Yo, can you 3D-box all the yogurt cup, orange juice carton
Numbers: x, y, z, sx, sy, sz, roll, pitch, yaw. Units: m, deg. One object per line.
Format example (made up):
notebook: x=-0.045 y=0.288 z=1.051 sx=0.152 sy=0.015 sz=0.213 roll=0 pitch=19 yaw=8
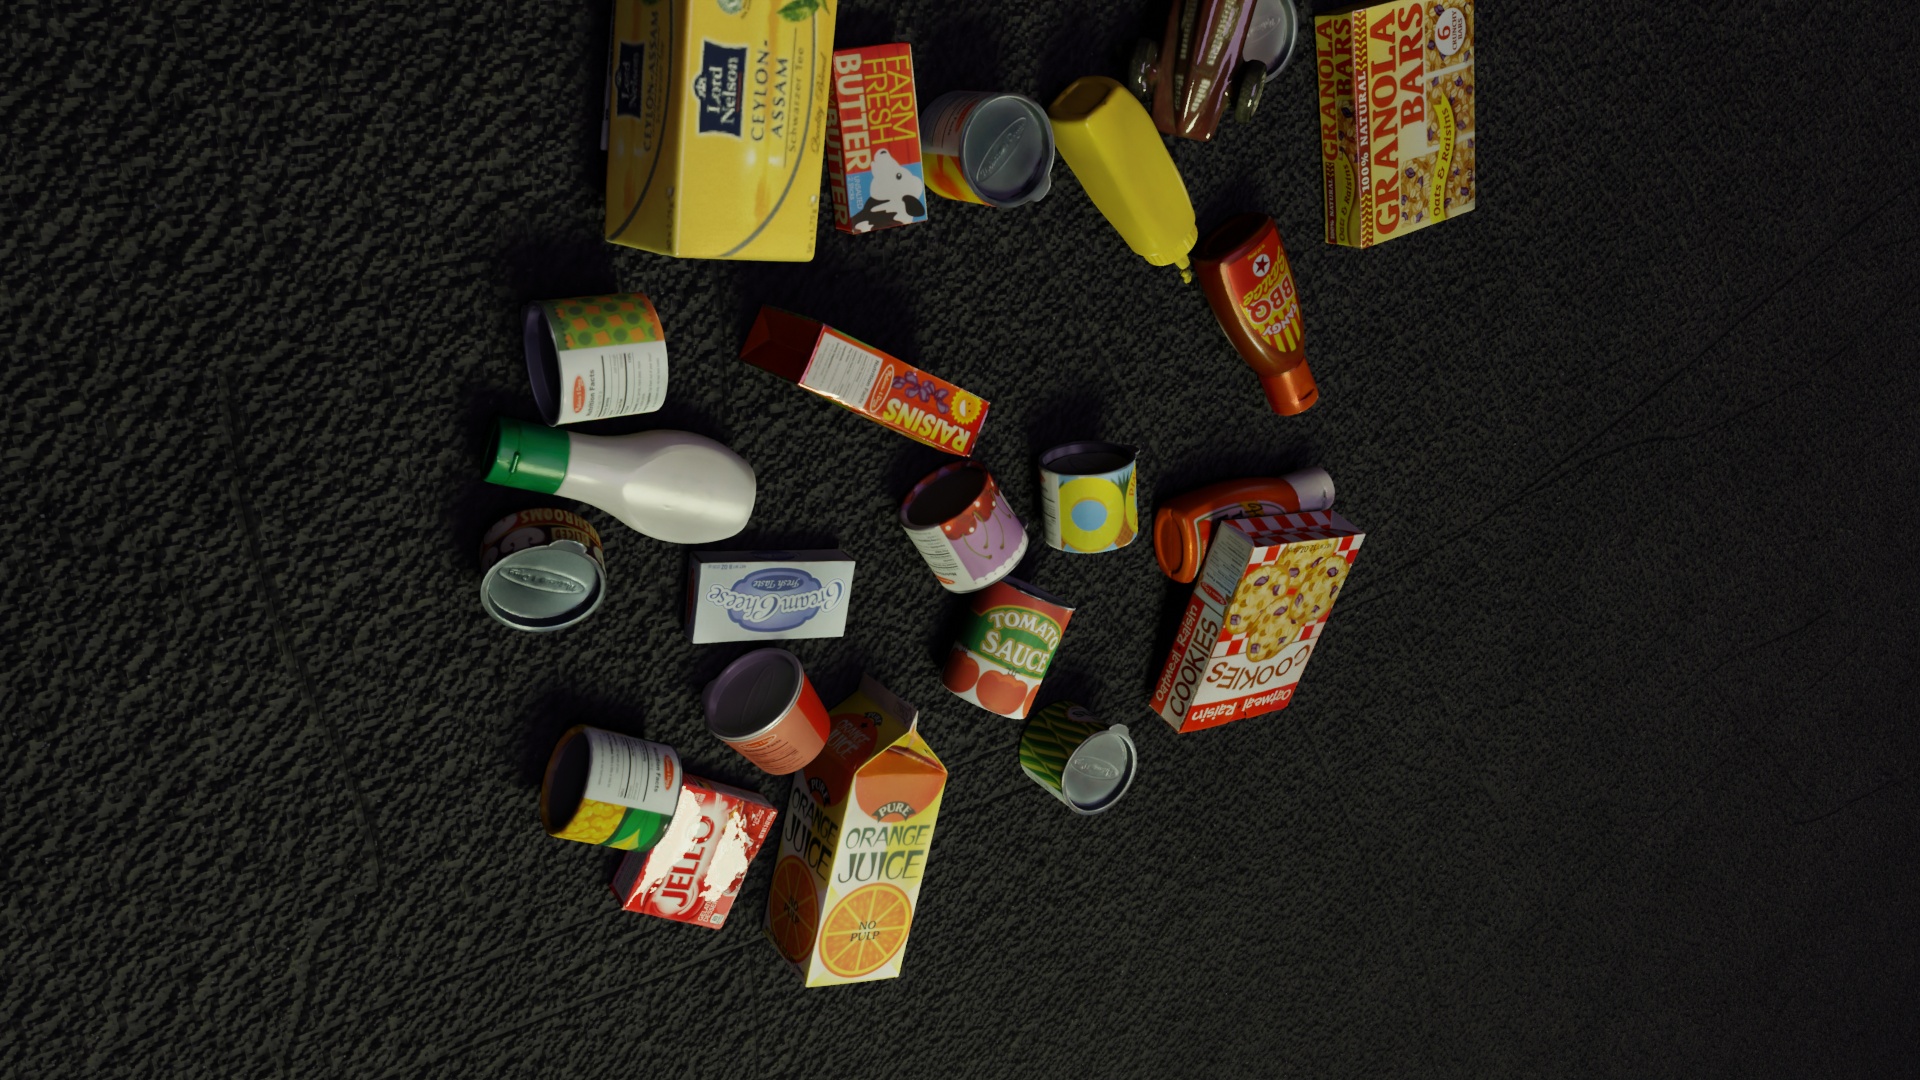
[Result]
yogurt cup: x=-0.117 y=0.109 z=0.862 sx=0.072 sy=0.072 sz=0.053 roll=-43 pitch=132 yaw=-13
orange juice carton: x=-0.067 y=0.188 z=0.915 sx=0.073 sy=0.072 sz=0.192 roll=5 pitch=103 yaw=-35

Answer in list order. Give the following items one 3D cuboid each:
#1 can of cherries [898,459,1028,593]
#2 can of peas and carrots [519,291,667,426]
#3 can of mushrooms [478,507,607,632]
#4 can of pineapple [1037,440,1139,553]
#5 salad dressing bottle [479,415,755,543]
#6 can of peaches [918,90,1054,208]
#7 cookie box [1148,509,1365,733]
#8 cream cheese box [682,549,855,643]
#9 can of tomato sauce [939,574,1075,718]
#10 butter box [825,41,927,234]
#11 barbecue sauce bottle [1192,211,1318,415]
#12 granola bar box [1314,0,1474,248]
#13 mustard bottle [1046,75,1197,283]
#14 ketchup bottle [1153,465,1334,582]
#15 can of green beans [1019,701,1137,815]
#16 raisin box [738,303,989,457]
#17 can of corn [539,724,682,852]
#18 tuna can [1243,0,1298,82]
can of cherries: x=0.003 y=-0.011 z=0.896 sx=0.071 sy=0.071 sz=0.058 roll=-42 pitch=123 yaw=-14
can of peas and carrots: x=-0.195 y=-0.099 z=0.740 sx=0.059 sy=0.071 sz=0.070 roll=-12 pitch=112 yaw=-30
can of mushrooms: x=-0.227 y=0.015 z=0.760 sx=0.071 sy=0.033 sz=0.070 roll=-11 pitch=136 yaw=-11
can of pineapple: x=0.089 y=-0.030 z=0.943 sx=0.071 sy=0.071 sz=0.057 roll=-18 pitch=116 yaw=-27
salad dressing bottle: x=-0.190 y=-0.037 z=0.777 sx=0.148 sy=0.044 sz=0.064 roll=12 pitch=106 yaw=-34
can of peaches: x=0.014 y=-0.233 z=0.831 sx=0.071 sy=0.058 sz=0.071 roll=-12 pitch=112 yaw=-30
cookie box: x=0.222 y=0.061 z=1.046 sx=0.123 sy=0.040 sz=0.166 roll=-6 pitch=125 yaw=-36
cream cheese box: x=-0.118 y=0.034 z=0.859 sx=0.104 sy=0.024 sz=0.053 roll=-1 pitch=108 yaw=-32
can of tomato sauce: x=0.031 y=0.070 z=0.939 sx=0.071 sy=0.071 sz=0.083 roll=21 pitch=95 yaw=-36
butter box: x=-0.051 y=-0.235 z=0.809 sx=0.053 sy=0.024 sz=0.103 roll=-18 pitch=116 yaw=-27
barbecue sauce bottle: x=0.218 y=-0.158 z=0.997 sx=0.065 sy=0.044 sz=0.148 roll=-41 pitch=124 yaw=-16
granola bar box: x=0.318 y=-0.310 z=1.012 sx=0.124 sy=0.039 sz=0.164 roll=-23 pitch=117 yaw=-26
mustard bottle: x=0.115 y=-0.226 z=0.899 sx=0.049 sy=0.065 sz=0.160 roll=-46 pitch=131 yaw=-4
ketchup bottle: x=0.214 y=-0.020 z=1.043 sx=0.149 sy=0.043 sz=0.064 roll=-20 pitch=122 yaw=-27
can of green beans: x=0.085 y=0.157 z=1.011 sx=0.071 sy=0.058 sz=0.071 roll=-11 pitch=112 yaw=-29
raisin box: x=-0.056 y=-0.093 z=0.817 sx=0.123 sy=0.086 sz=0.040 roll=21 pitch=93 yaw=-36
can of corn: x=-0.207 y=0.147 z=0.816 sx=0.058 sy=0.071 sz=0.071 roll=21 pitch=94 yaw=-35
tuna can: x=0.188 y=-0.340 z=0.922 sx=0.071 sy=0.033 sz=0.070 roll=-11 pitch=112 yaw=-30
